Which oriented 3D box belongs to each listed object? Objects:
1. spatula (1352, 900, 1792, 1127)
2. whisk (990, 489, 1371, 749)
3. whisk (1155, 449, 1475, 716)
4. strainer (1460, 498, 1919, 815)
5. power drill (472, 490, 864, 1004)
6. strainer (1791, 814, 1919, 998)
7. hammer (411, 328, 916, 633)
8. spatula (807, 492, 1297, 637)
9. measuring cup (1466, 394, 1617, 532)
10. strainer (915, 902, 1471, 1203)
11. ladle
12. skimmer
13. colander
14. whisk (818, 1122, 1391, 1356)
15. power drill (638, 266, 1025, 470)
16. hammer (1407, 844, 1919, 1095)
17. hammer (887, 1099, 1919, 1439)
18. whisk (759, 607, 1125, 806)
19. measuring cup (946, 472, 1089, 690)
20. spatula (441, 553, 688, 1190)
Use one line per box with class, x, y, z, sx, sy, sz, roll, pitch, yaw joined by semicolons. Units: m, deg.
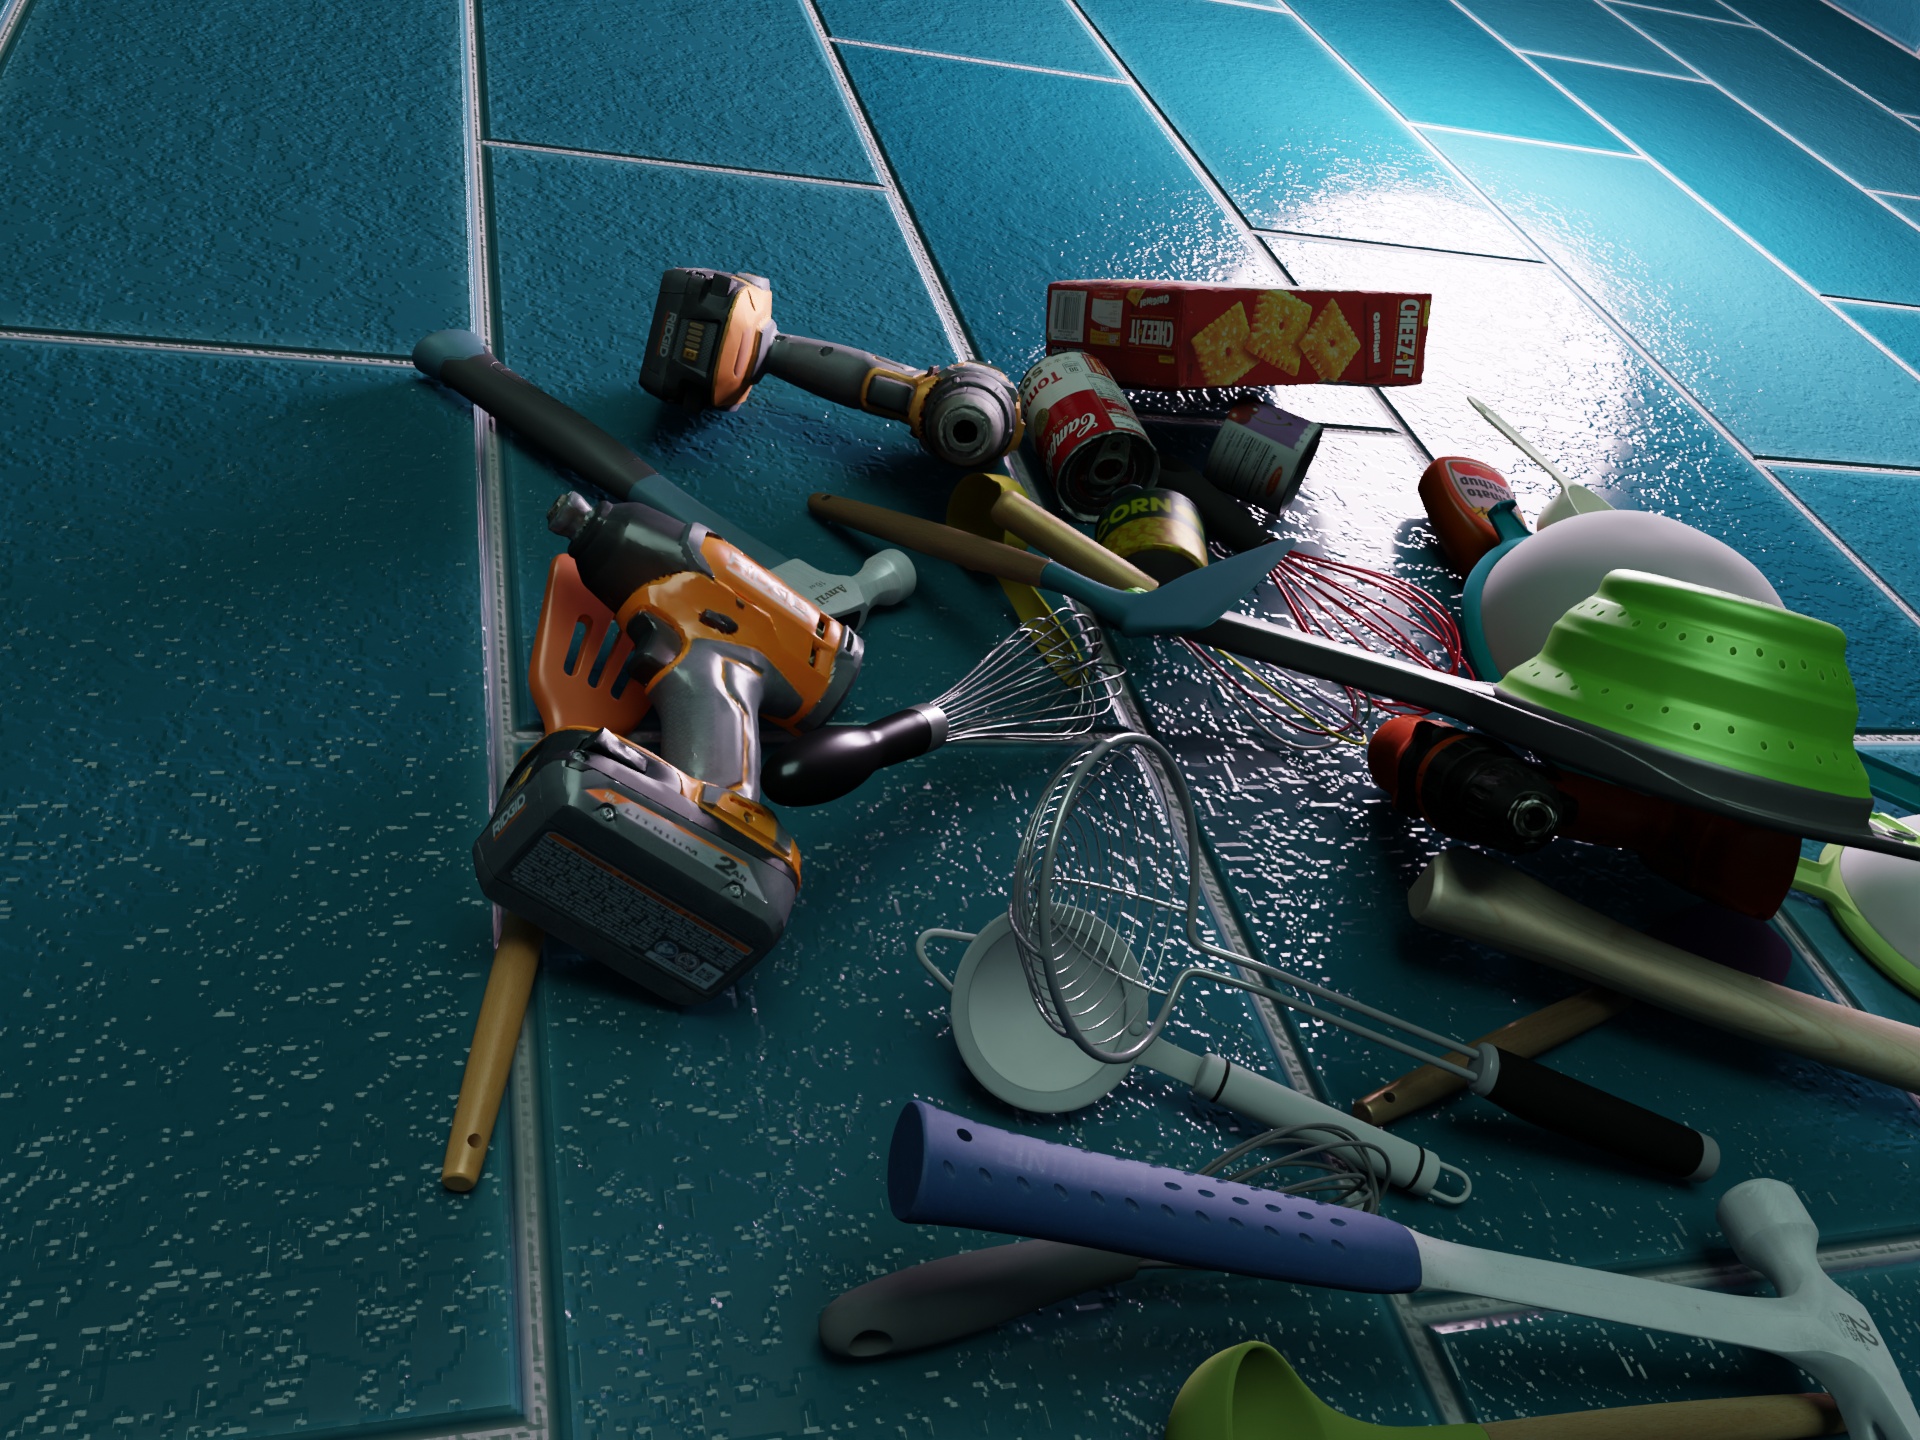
spatula;0.304;0.141;0.768;0.316;0.018;0.060;-13;51;-32
whisk;0.123;-0.056;0.880;0.245;0.051;0.047;33;50;0
whisk;0.201;-0.093;0.975;0.073;0.073;0.296;-13;42;-31
strainer;0.469;-0.027;0.936;0.340;0.095;0.211;23;51;-3
power drill;-0.133;-0.005;0.703;0.164;0.084;0.227;35;35;-21
strainer;0.510;0.078;0.871;0.256;0.069;0.152;18;40;-1
hammer;-0.189;-0.138;0.908;0.331;0.033;0.128;34;42;20
spatula;0.027;-0.093;0.847;0.318;0.044;0.082;21;50;38
measuring cup;0.399;-0.155;1.094;0.168;0.038;0.083;48;36;12
strainer;0.097;0.149;0.672;0.258;0.050;0.087;24;73;-1
ladle;0.218;0.260;0.575;0.320;0.062;0.078;4;62;-19
skimmer;0.180;0.119;0.646;0.363;0.090;0.127;23;66;-12
colander;0.279;-0.040;0.789;0.397;0.094;0.204;18;11;14
whisk;0.061;0.198;0.599;0.239;0.055;0.055;-8;46;-22
power drill;-0.071;-0.203;0.950;0.226;0.084;0.185;16;16;-3
hammer;0.411;0.154;0.758;0.410;0.038;0.146;19;42;-2
hammer;0.170;0.198;0.567;0.405;0.035;0.144;15;33;-16
whisk;-0.001;-0.001;0.748;0.070;0.070;0.284;35;28;21
measuring cup;0.041;-0.079;0.914;0.029;0.062;0.157;-7;55;-39
spatula;-0.176;0.052;0.687;0.081;0.041;0.323;29;36;-24
